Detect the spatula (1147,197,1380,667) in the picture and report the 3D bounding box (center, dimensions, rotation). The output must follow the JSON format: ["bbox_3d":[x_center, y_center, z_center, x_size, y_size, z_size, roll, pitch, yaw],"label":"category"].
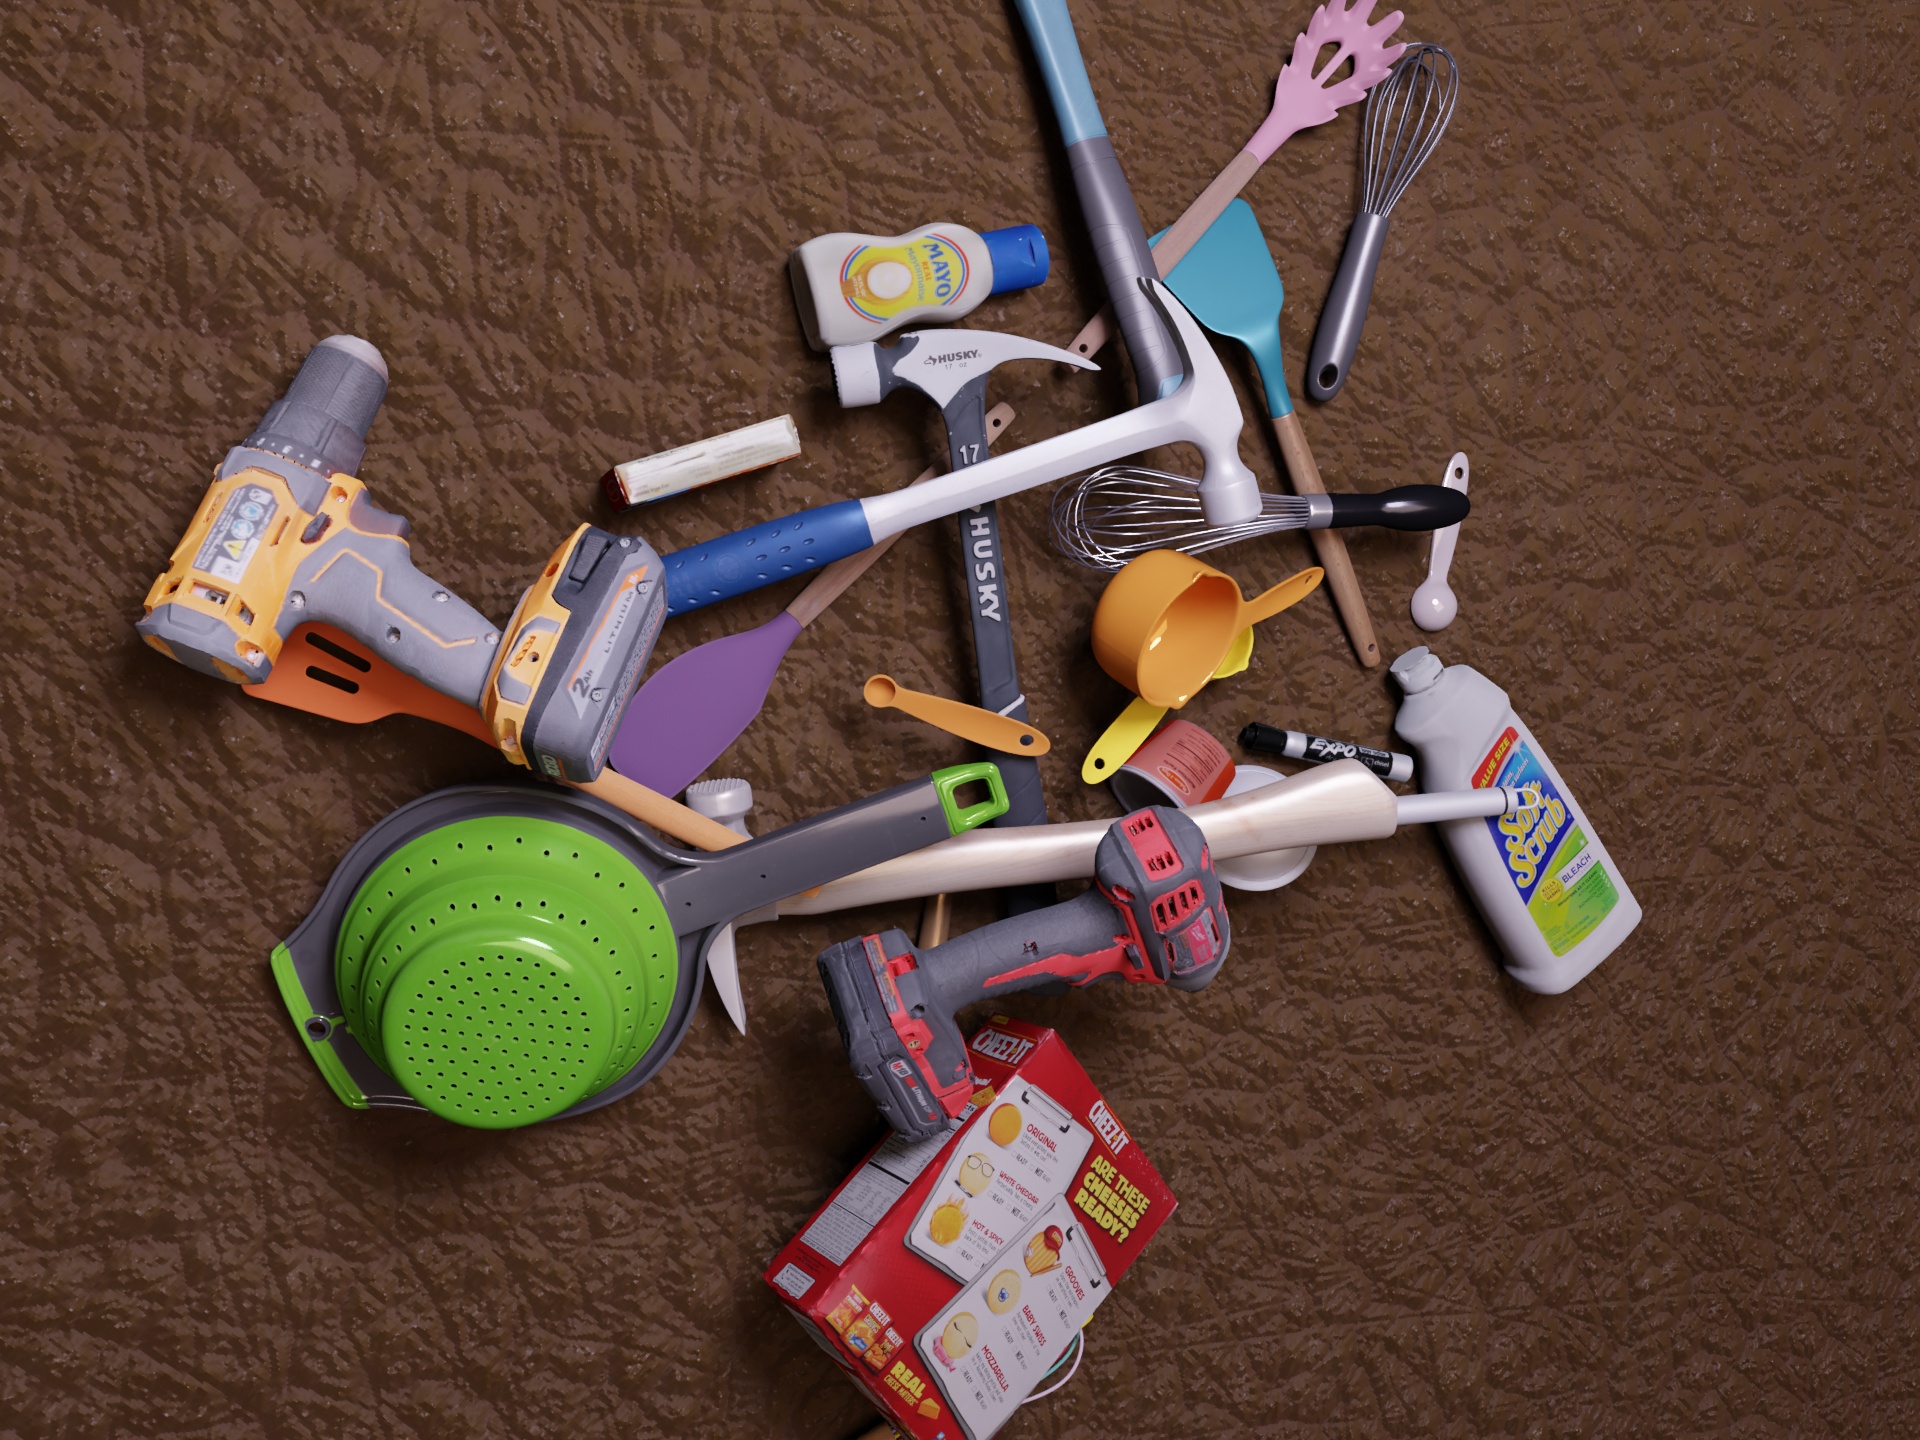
[{"bbox_3d":[0.212,-0.176,1.030,0.082,0.044,0.317,-30,110,-14],"label":"spatula"}]

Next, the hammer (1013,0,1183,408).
[{"bbox_3d":[0.077,-0.324,0.931,0.128,0.033,0.331,-20,93,-22],"label":"hammer"}]

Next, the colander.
[{"bbox_3d":[-0.157,0.112,0.822,0.397,0.095,0.204,-20,110,-4],"label":"colander"}]

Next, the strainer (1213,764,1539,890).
[{"bbox_3d":[0.255,0.059,1.028,0.258,0.050,0.087,-5,65,-9],"label":"strainer"}]

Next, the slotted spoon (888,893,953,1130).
[{"bbox_3d":[-0.031,0.234,0.972,0.070,0.031,0.314,9,90,-28],"label":"slotted spoon"}]

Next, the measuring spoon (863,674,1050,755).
[{"bbox_3d":[-0.001,-0.003,0.920,0.117,0.011,0.021,19,111,-15],"label":"measuring spoon"}]

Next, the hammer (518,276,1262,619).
[{"bbox_3d":[-0.043,-0.118,0.868,0.405,0.035,0.144,-19,107,-2],"label":"hammer"}]

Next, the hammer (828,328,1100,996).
[{"bbox_3d":[0.027,-0.025,0.940,0.149,0.036,0.408,-10,106,-6],"label":"hammer"}]

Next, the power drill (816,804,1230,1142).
[{"bbox_3d":[0.045,0.141,0.880,0.219,0.079,0.143,-25,138,0],"label":"power drill"}]

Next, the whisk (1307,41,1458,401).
[{"bbox_3d":[0.268,-0.321,1.026,0.055,0.055,0.239,15,94,-22],"label":"whisk"}]

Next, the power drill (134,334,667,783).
[{"bbox_3d":[-0.262,-0.083,0.793,0.226,0.084,0.185,20,71,-2],"label":"power drill"}]

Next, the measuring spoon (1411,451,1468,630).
[{"bbox_3d":[0.334,-0.122,1.083,0.034,0.018,0.124,9,91,-22],"label":"measuring spoon"}]

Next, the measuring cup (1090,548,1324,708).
[{"bbox_3d":[0.150,-0.072,0.966,0.173,0.052,0.095,-25,135,-35],"label":"measuring cup"}]

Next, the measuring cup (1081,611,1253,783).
[{"bbox_3d":[0.123,-0.018,0.997,0.062,0.029,0.156,45,74,-8],"label":"measuring cup"}]

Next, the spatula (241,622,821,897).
[{"bbox_3d":[-0.218,0.020,0.854,0.322,0.041,0.081,29,83,-16],"label":"spatula"}]

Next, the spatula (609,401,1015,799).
[{"bbox_3d":[-0.081,-0.078,0.926,0.316,0.018,0.059,-45,105,-11],"label":"spatula"}]

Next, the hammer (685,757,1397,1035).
[{"bbox_3d":[0.053,0.086,0.929,0.410,0.038,0.146,-6,100,-5],"label":"hammer"}]

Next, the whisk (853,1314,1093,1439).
[{"bbox_3d":[-0.023,0.431,0.986,0.245,0.047,0.051,-27,106,-13],"label":"whisk"}]

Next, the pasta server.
[{"bbox_3d":[0.165,-0.331,0.981,0.060,0.040,0.316,41,78,-5],"label":"pasta server"}]

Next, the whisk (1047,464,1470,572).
[{"bbox_3d":[0.191,-0.130,0.989,0.284,0.070,0.070,-4,97,-14],"label":"whisk"}]
